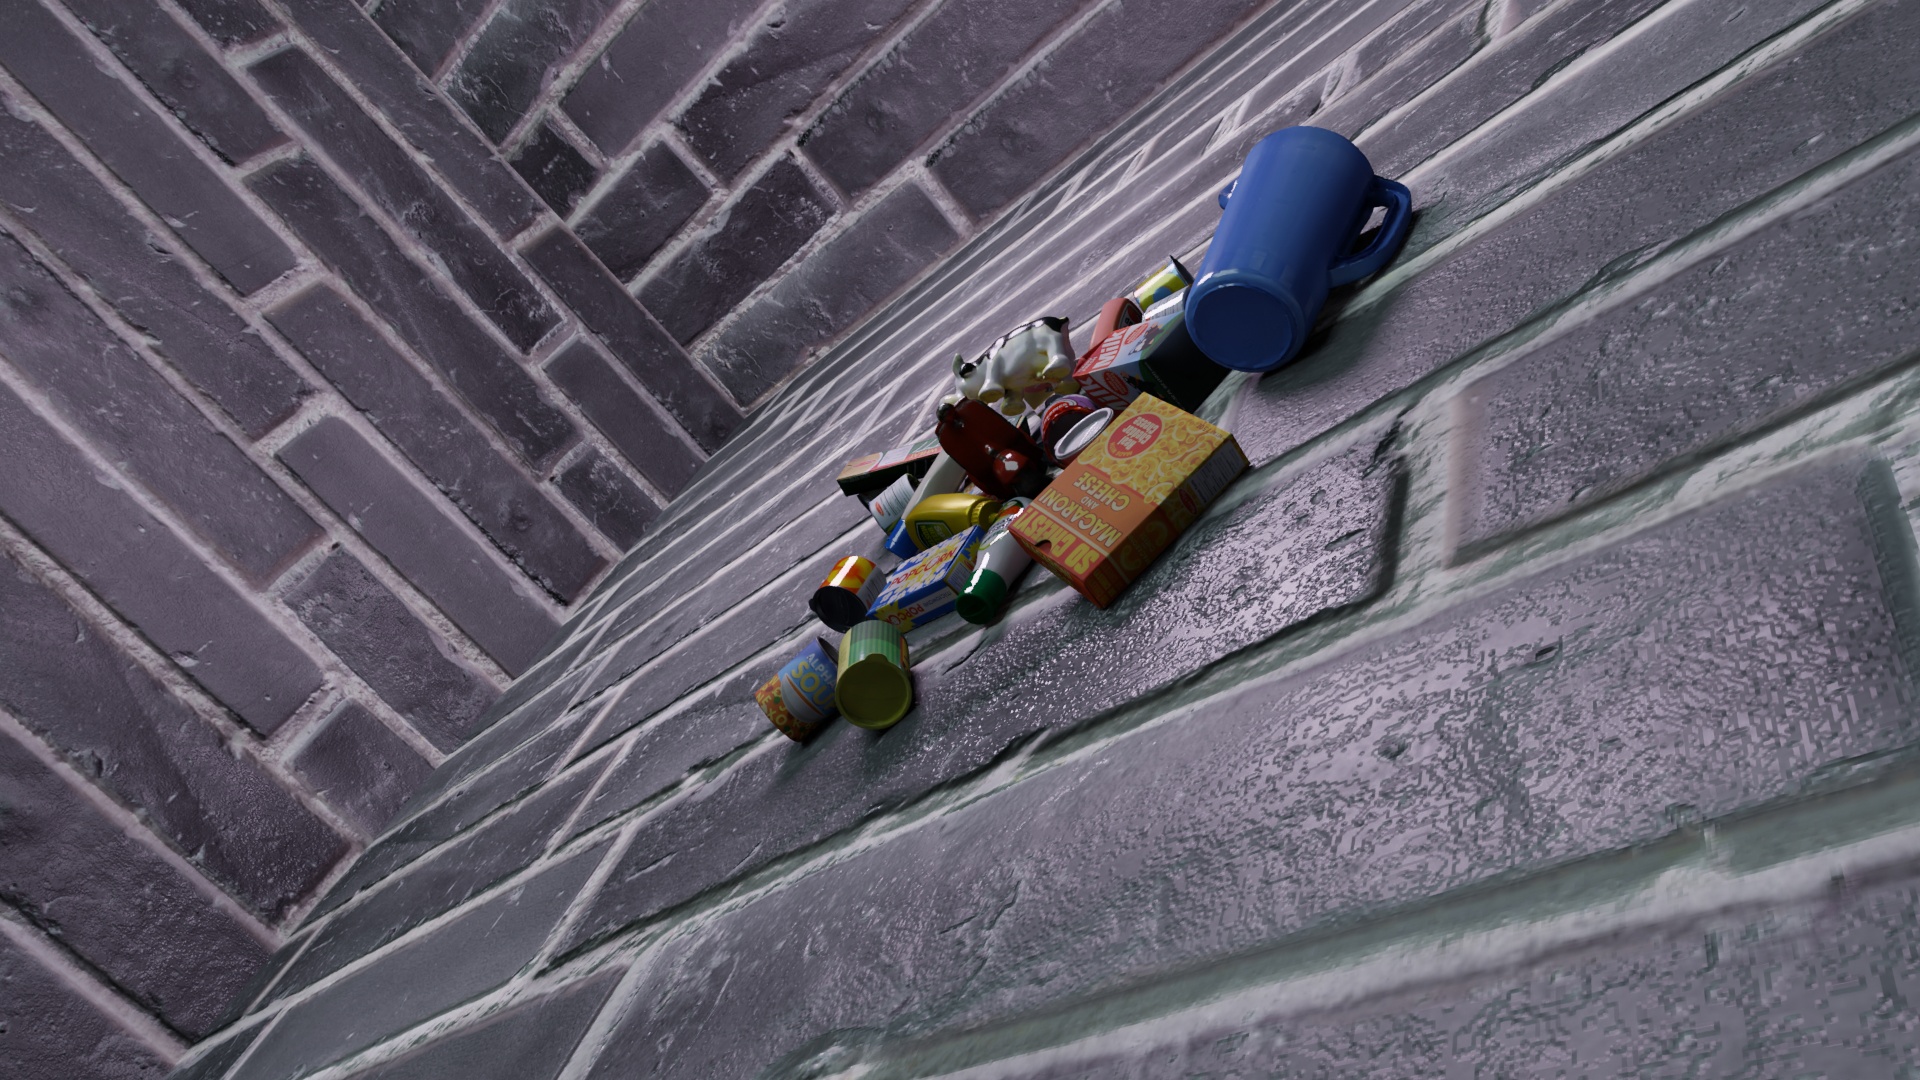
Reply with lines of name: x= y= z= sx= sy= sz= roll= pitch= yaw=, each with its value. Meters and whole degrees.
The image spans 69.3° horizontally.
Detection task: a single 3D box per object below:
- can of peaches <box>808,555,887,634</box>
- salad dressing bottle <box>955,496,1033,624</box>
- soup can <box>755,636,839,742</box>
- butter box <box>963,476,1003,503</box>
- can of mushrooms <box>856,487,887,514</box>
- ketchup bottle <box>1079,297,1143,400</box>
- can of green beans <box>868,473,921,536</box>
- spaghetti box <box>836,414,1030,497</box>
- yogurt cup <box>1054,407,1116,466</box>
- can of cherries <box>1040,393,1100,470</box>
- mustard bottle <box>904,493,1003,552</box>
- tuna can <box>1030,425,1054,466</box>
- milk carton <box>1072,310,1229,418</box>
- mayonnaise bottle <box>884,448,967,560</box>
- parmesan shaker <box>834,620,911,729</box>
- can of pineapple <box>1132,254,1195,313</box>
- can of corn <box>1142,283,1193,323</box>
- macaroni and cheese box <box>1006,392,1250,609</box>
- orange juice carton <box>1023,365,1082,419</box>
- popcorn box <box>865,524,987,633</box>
can of peaches: x=-0.122 y=0.058 z=1.517 sx=0.071 sy=0.071 sz=0.058 roll=-30 pitch=18 yaw=38
salad dressing bottle: x=0.037 y=0.018 z=1.275 sx=0.064 sy=0.044 sz=0.148 roll=-30 pitch=19 yaw=38
soup can: x=-0.147 y=0.145 z=1.345 sx=0.084 sy=0.071 sz=0.071 roll=-43 pitch=15 yaw=2
butter box: x=0.029 y=-0.060 z=1.549 sx=0.053 sy=0.024 sz=0.104 roll=-39 pitch=15 yaw=15
can of mushrooms: x=-0.095 y=-0.042 z=1.742 sx=0.033 sy=0.071 sz=0.071 roll=-44 pitch=15 yaw=-7
ketchup bottle: x=0.165 y=-0.199 z=1.528 sx=0.043 sy=0.064 sz=0.149 roll=-10 pitch=41 yaw=35
can of green beans: x=-0.065 y=-0.037 z=1.646 sx=0.057 sy=0.071 sz=0.071 roll=-38 pitch=15 yaw=13
spaghetti box: x=-0.033 y=-0.101 z=1.672 sx=0.249 sy=0.028 sz=0.050 roll=-13 pitch=28 yaw=27
yogurt cup: x=0.131 y=-0.083 z=1.299 sx=0.072 sy=0.054 sz=0.072 roll=-39 pitch=15 yaw=13
can of cherries: x=0.112 y=-0.109 z=1.386 sx=0.071 sy=0.071 sz=0.058 roll=-39 pitch=15 yaw=14
mustard bottle: x=0.005 y=-0.018 z=1.424 sx=0.049 sy=0.065 sz=0.160 roll=-44 pitch=19 yaw=-29
tuna can: x=0.109 y=-0.113 z=1.481 sx=0.071 sy=0.033 sz=0.071 roll=-39 pitch=15 yaw=13
milk carton: x=0.178 y=-0.166 z=1.375 sx=0.073 sy=0.072 sz=0.190 roll=-47 pitch=15 yaw=-16
mayonnaise bottle: x=-0.033 y=-0.046 z=1.580 sx=0.148 sy=0.041 sz=0.065 roll=-59 pitch=8 yaw=-4
parmesan shaker: x=-0.077 y=0.116 z=1.244 sx=0.071 sy=0.071 sz=0.103 roll=-40 pitch=14 yaw=9
can of pineapple: x=0.231 y=-0.270 z=1.535 sx=0.057 sy=0.071 sz=0.071 roll=-37 pitch=16 yaw=21
can of corn: x=0.231 y=-0.221 z=1.414 sx=0.058 sy=0.071 sz=0.071 roll=-22 pitch=25 yaw=51
macaroni and cheese box: x=0.132 y=-0.036 z=1.123 sx=0.166 sy=0.040 sz=0.124 roll=-44 pitch=34 yaw=-6
orange juice carton: x=0.103 y=-0.189 z=1.629 sx=0.072 sy=0.073 sz=0.193 roll=-40 pitch=16 yaw=7
popcorn box: x=-0.028 y=0.042 z=1.386 sx=0.126 sy=0.038 sz=0.085 roll=-27 pitch=22 yaw=44
